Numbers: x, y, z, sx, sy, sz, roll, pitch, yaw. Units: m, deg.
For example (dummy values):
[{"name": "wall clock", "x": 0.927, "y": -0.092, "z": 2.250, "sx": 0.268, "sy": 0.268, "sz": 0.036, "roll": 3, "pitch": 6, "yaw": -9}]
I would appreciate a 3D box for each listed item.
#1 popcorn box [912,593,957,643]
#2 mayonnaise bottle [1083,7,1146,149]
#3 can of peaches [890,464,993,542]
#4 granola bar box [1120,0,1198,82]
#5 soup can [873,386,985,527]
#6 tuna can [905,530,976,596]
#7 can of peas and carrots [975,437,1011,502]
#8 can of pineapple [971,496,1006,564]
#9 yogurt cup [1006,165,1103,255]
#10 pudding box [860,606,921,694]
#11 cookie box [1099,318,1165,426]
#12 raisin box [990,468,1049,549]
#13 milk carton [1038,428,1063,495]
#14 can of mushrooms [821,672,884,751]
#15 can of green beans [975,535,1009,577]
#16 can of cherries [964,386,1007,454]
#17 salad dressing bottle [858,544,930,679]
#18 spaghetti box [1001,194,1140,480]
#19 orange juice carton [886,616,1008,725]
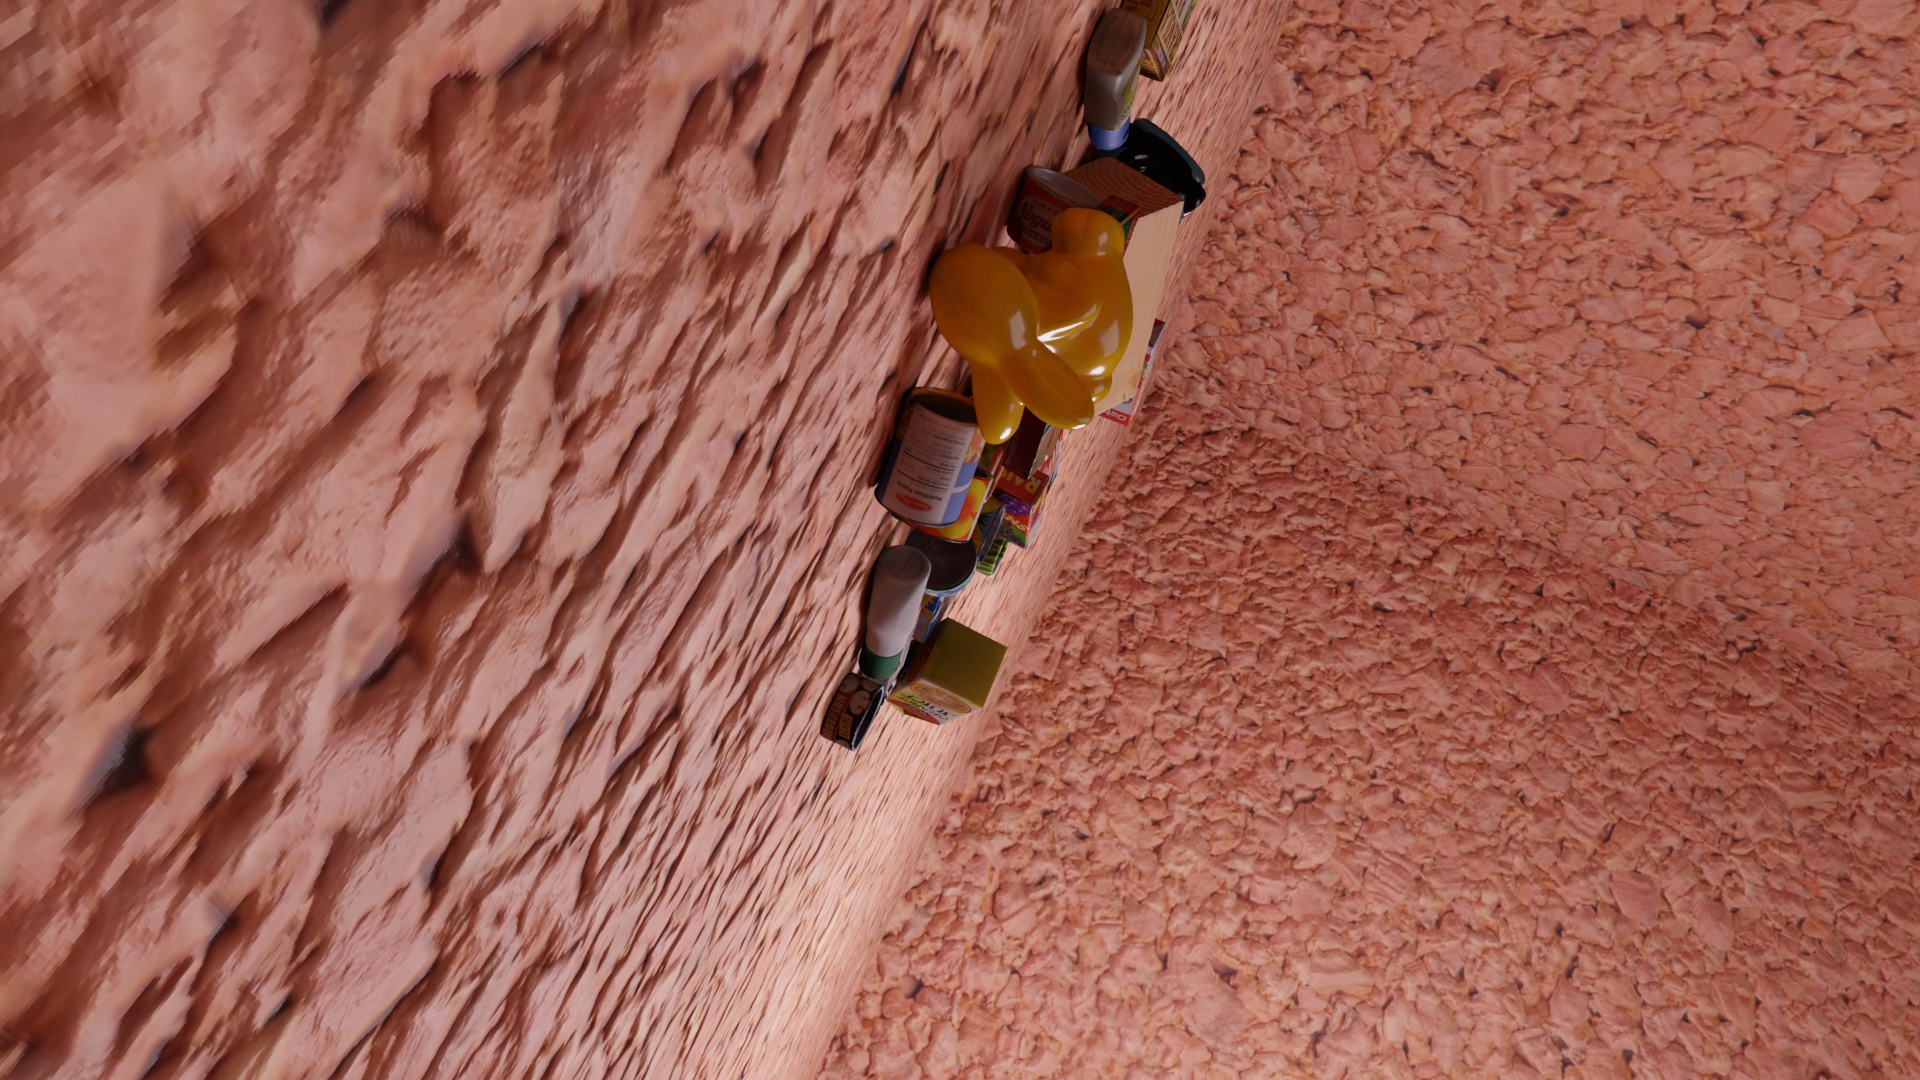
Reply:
[{"name": "popcorn box", "x": -0.021, "y": 0.035, "z": 1.405, "sx": 0.127, "sy": 0.038, "sz": 0.084, "roll": -53, "pitch": 166, "yaw": -60}, {"name": "mayonnaise bottle", "x": 0.127, "y": -0.377, "z": 1.160, "sx": 0.148, "sy": 0.041, "sz": 0.065, "roll": 73, "pitch": 40, "yaw": -78}, {"name": "can of peaches", "x": -0.015, "y": -0.038, "z": 1.134, "sx": 0.071, "sy": 0.071, "sz": 0.058, "roll": -41, "pitch": 153, "yaw": -73}, {"name": "granola bar box", "x": 0.182, "y": -0.483, "z": 1.226, "sx": 0.166, "sy": 0.039, "sz": 0.124, "roll": -35, "pitch": 148, "yaw": -75}, {"name": "soup can", "x": -0.020, "y": -0.063, "z": 1.018, "sx": 0.071, "sy": 0.071, "sz": 0.083, "roll": -49, "pitch": 161, "yaw": -65}, {"name": "tuna can", "x": -0.020, "y": 0.018, "z": 1.266, "sx": 0.032, "sy": 0.071, "sz": 0.071, "roll": 85, "pitch": 30, "yaw": -76}, {"name": "can of peas and carrots", "x": 0.008, "y": -0.074, "z": 1.195, "sx": 0.071, "sy": 0.059, "sz": 0.071, "roll": 21, "pitch": 93, "yaw": -83}, {"name": "can of pineapple", "x": 0.005, "y": -0.017, "z": 1.350, "sx": 0.071, "sy": 0.058, "sz": 0.071, "roll": 21, "pitch": 93, "yaw": -82}, {"name": "yogurt cup", "x": 0.071, "y": -0.252, "z": 1.082, "sx": 0.053, "sy": 0.072, "sz": 0.073, "roll": -61, "pitch": 175, "yaw": 27}, {"name": "pudding box", "x": -0.067, "y": 0.099, "z": 1.312, "sx": 0.050, "sy": 0.030, "sz": 0.083, "roll": -58, "pitch": 169, "yaw": -52}, {"name": "cookie box", "x": 0.147, "y": -0.201, "z": 1.518, "sx": 0.040, "sy": 0.123, "sz": 0.166, "roll": -62, "pitch": 171, "yaw": -24}, {"name": "raisin box", "x": 0.041, "y": -0.045, "z": 1.404, "sx": 0.040, "sy": 0.086, "sz": 0.123, "roll": -58, "pitch": 170, "yaw": -19}, {"name": "milk carton", "x": 0.060, "y": -0.085, "z": 1.468, "sx": 0.190, "sy": 0.073, "sz": 0.072, "roll": 89, "pitch": 26, "yaw": -72}, {"name": "can of mushrooms", "x": -0.098, "y": 0.156, "z": 1.261, "sx": 0.071, "sy": 0.033, "sz": 0.071, "roll": 21, "pitch": 93, "yaw": -83}, {"name": "can of green beans", "x": 0.020, "y": 0.000, "z": 1.506, "sx": 0.071, "sy": 0.058, "sz": 0.071, "roll": 21, "pitch": 93, "yaw": -82}, {"name": "can of cherries", "x": 0.039, "y": -0.118, "z": 1.232, "sx": 0.059, "sy": 0.071, "sz": 0.071, "roll": -56, "pitch": 167, "yaw": -50}, {"name": "salad dressing bottle", "x": -0.061, "y": 0.066, "z": 1.212, "sx": 0.146, "sy": 0.044, "sz": 0.064, "roll": 107, "pitch": 8, "yaw": -47}, {"name": "spaghetti box", "x": 0.086, "y": -0.157, "z": 1.108, "sx": 0.050, "sy": 0.029, "sz": 0.248, "roll": -47, "pitch": 161, "yaw": -46}, {"name": "orange juice carton", "x": -0.024, "y": 0.145, "z": 1.477, "sx": 0.072, "sy": 0.073, "sz": 0.192, "roll": -66, "pitch": -170, "yaw": -21}]
